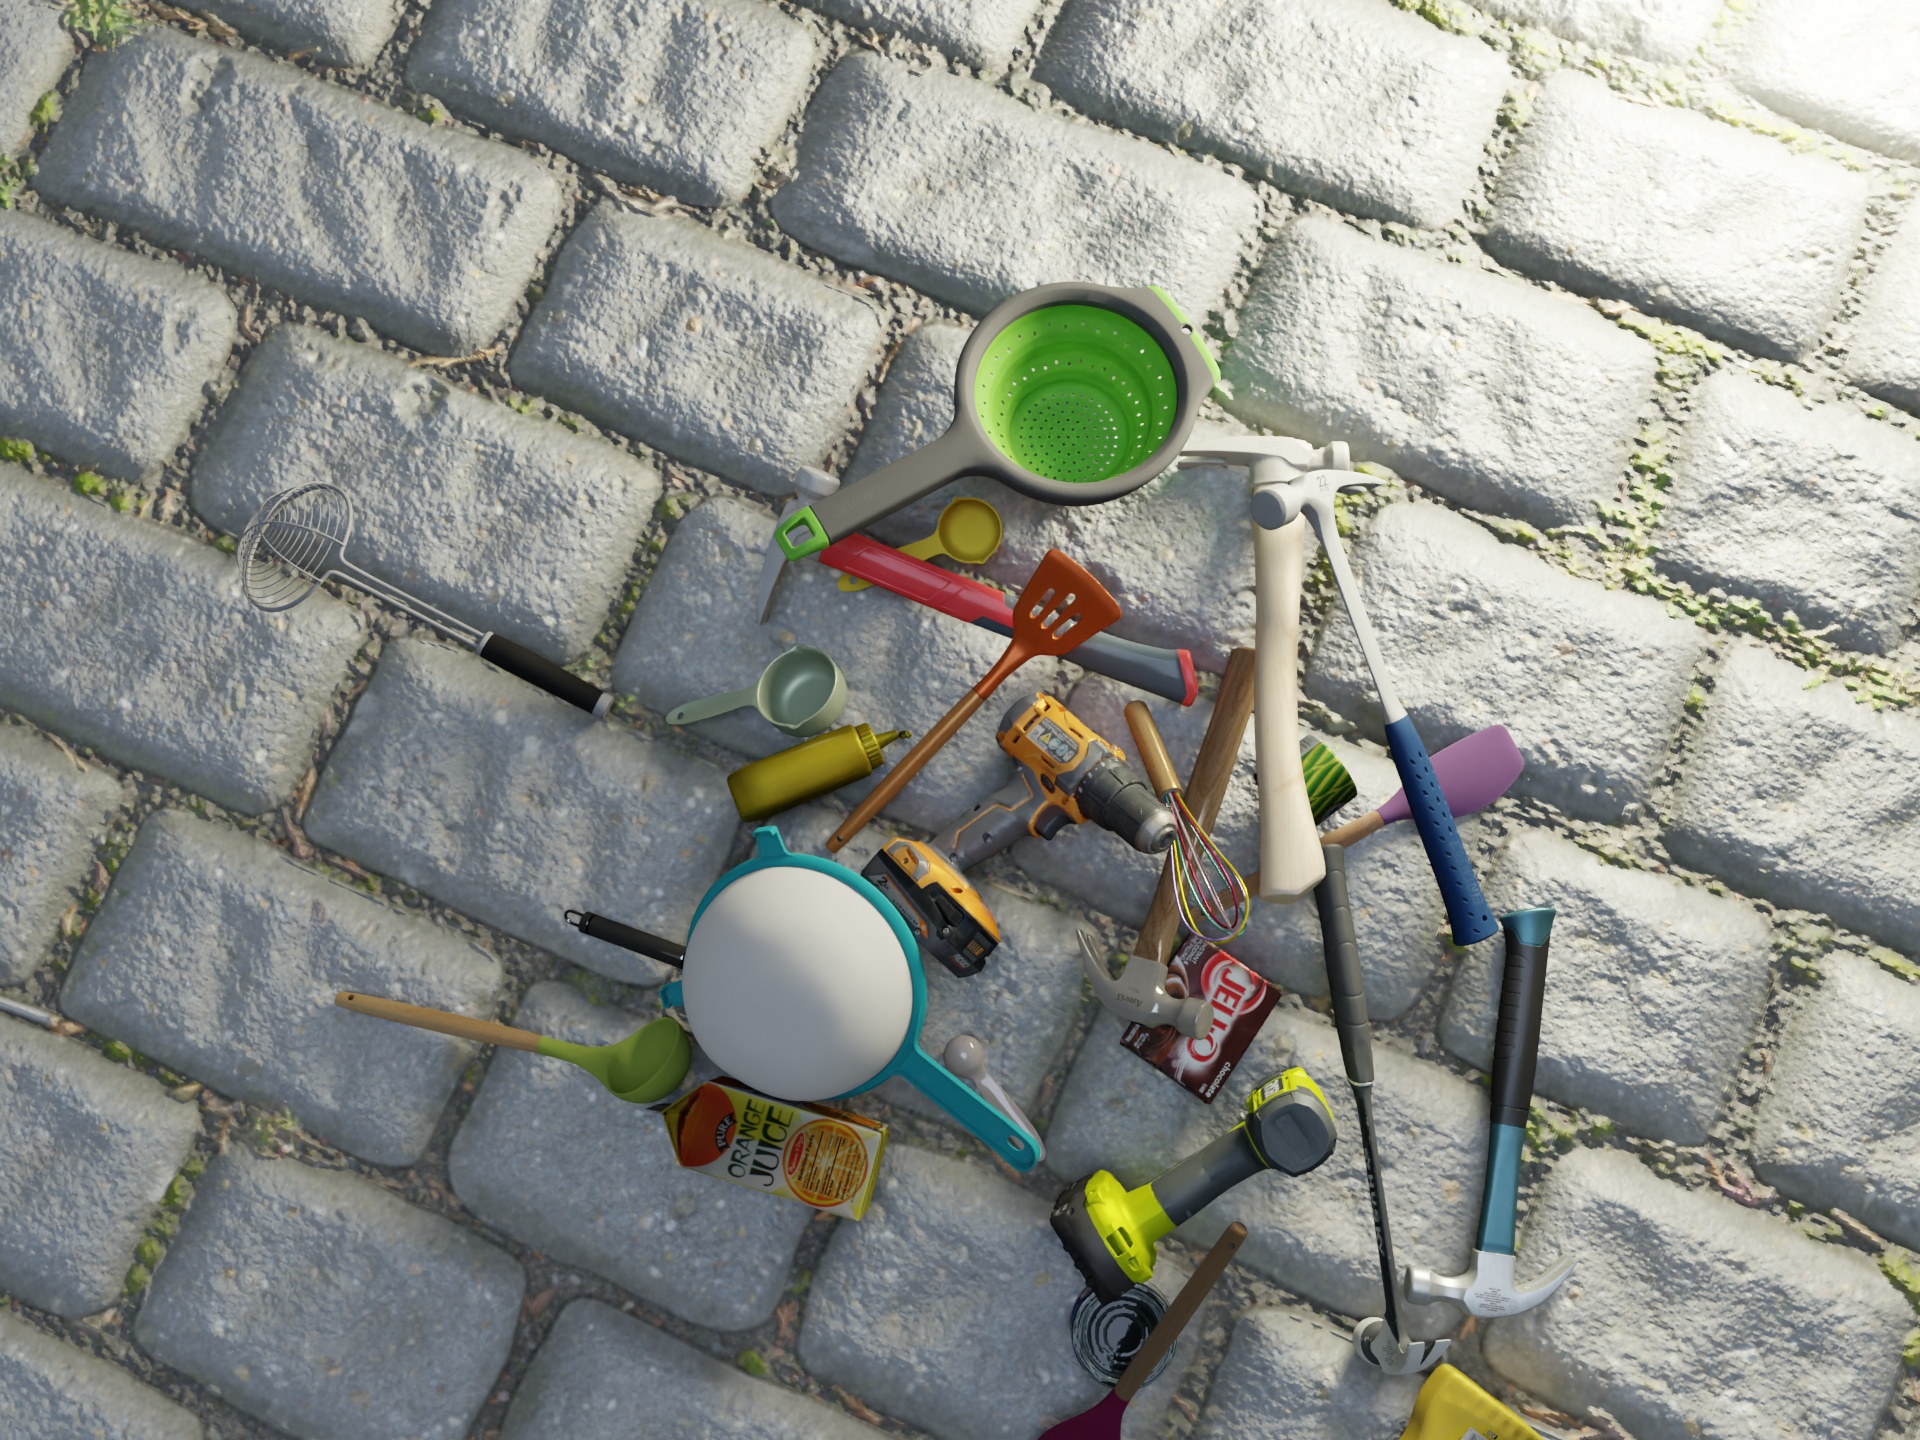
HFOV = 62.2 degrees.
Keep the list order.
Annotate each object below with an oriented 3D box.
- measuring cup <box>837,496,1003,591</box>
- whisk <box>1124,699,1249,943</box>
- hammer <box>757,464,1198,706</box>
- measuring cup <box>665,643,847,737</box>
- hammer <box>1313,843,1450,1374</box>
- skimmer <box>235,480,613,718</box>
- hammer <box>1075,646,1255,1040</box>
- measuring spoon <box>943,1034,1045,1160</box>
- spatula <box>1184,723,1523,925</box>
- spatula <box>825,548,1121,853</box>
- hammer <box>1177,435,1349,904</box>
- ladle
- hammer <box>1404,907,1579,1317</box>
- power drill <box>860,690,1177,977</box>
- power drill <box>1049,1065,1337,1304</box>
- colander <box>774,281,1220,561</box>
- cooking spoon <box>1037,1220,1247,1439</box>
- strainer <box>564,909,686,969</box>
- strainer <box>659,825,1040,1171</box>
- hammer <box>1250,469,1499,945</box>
[{"bbox_3d":[-0.035,-0.148,1.397,0.156,0.029,0.062,-22,95,12],"label":"measuring cup"},{"bbox_3d":[0.181,0.077,1.290,0.051,0.047,0.245,4,46,-25],"label":"whisk"},{"bbox_3d":[0.017,-0.082,1.367,0.386,0.038,0.143,22,103,2],"label":"hammer"},{"bbox_3d":[-0.175,-0.012,1.378,0.167,0.038,0.083,-13,59,19],"label":"measuring cup"},{"bbox_3d":[0.318,0.301,1.257,0.036,0.149,0.409,-5,76,-4],"label":"hammer"},{"bbox_3d":[-0.471,-0.093,1.408,0.363,0.090,0.127,28,80,-3],"label":"skimmer"},{"bbox_3d":[0.191,0.092,1.323,0.130,0.031,0.331,10,72,35],"label":"hammer"},{"bbox_3d":[0.030,0.315,1.321,0.034,0.018,0.124,-38,82,-3],"label":"measuring spoon"},{"bbox_3d":[0.331,0.096,1.339,0.316,0.018,0.060,-27,87,-2],"label":"spatula"},{"bbox_3d":[-0.002,-0.004,1.336,0.081,0.041,0.322,43,97,-2],"label":"spatula"},{"bbox_3d":[0.251,-0.052,1.313,0.146,0.038,0.411,2,68,5],"label":"hammer"},{"bbox_3d":[-0.379,0.259,1.336,0.320,0.062,0.078,11,44,8],"label":"ladle"},{"bbox_3d":[0.445,0.314,1.291,0.128,0.033,0.331,9,82,5],"label":"hammer"},{"bbox_3d":[0.051,0.103,1.294,0.226,0.084,0.186,-45,52,-5],"label":"power drill"},{"bbox_3d":[0.188,0.351,1.241,0.223,0.171,0.080,-34,83,6],"label":"power drill"},{"bbox_3d":[0.025,-0.225,1.350,0.397,0.094,0.205,-29,75,-9],"label":"colander"},{"bbox_3d":[0.137,0.498,1.218,0.069,0.017,0.318,30,113,5],"label":"cooking spoon"},{"bbox_3d":[-0.219,0.203,1.342,0.258,0.050,0.086,18,122,11],"label":"strainer"},{"bbox_3d":[-0.089,0.254,1.238,0.340,0.095,0.211,36,111,9],"label":"strainer"},{"bbox_3d":[0.356,-0.013,1.301,0.144,0.035,0.405,-24,94,-40],"label":"hammer"}]
